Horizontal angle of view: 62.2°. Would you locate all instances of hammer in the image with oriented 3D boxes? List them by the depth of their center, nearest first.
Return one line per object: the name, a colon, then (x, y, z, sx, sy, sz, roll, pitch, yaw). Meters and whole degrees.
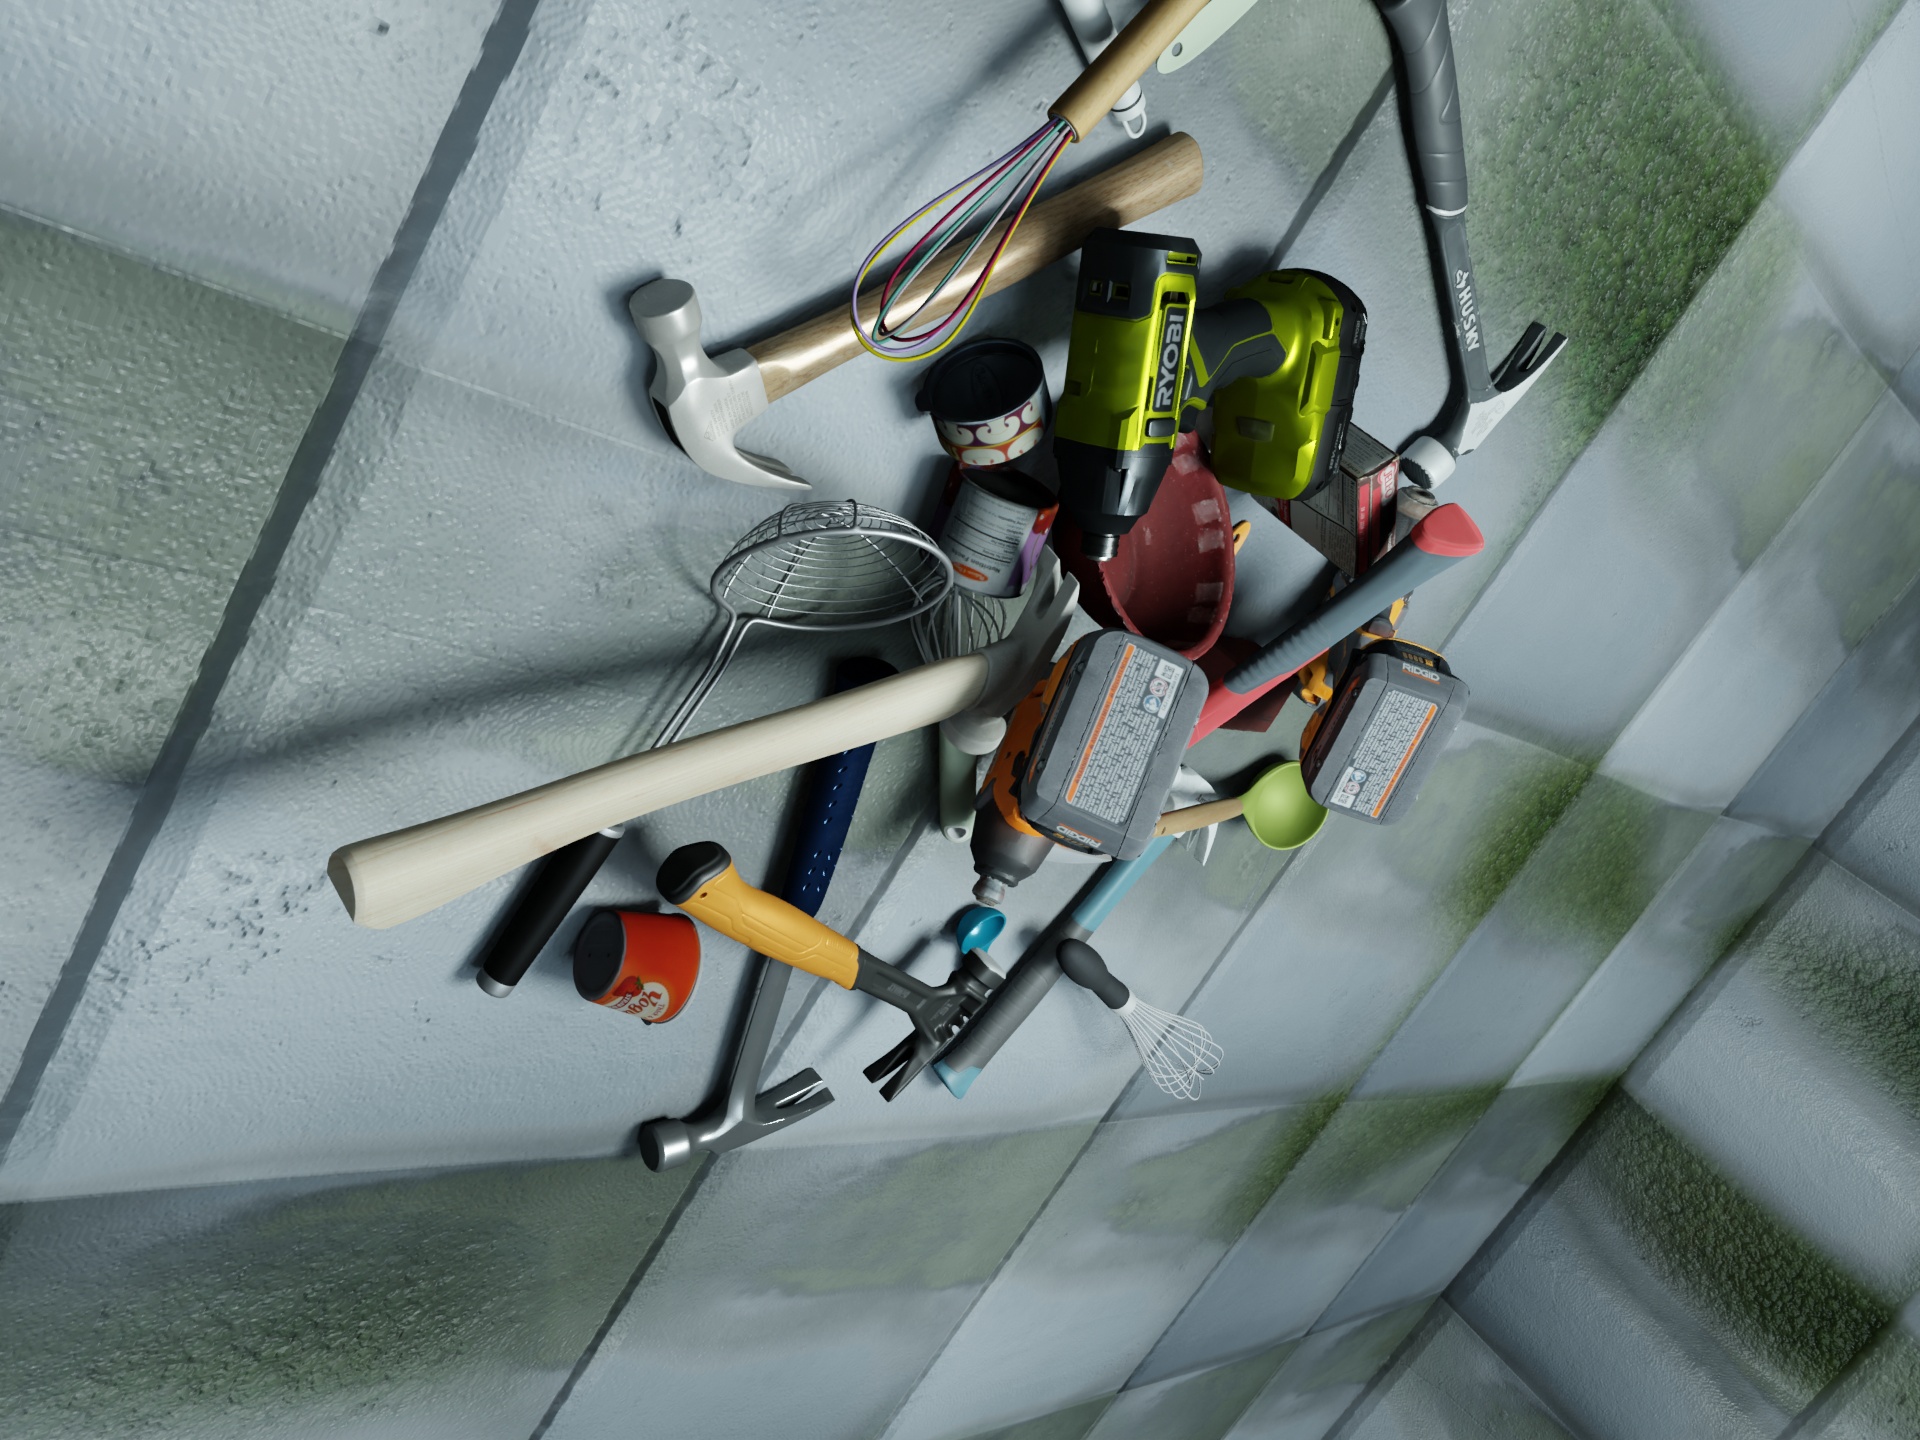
hammer: (-0.109, 0.010, 0.801, 0.410, 0.038, 0.146, -19, 151, -38)
hammer: (-0.008, -0.222, 0.816, 0.331, 0.031, 0.129, -31, 140, -19)
hammer: (-0.089, 0.158, 1.031, 0.127, 0.034, 0.336, -47, 143, 1)
hammer: (0.324, -0.324, 1.036, 0.149, 0.036, 0.408, -43, 143, -6)
hammer: (-0.107, 0.136, 1.052, 0.144, 0.035, 0.405, -8, 129, -39)
hammer: (0.189, -0.014, 1.080, 0.386, 0.038, 0.143, -38, 149, 28)
hammer: (0.088, 0.172, 1.275, 0.331, 0.033, 0.128, -51, 142, 7)

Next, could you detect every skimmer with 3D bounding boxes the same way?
skimmer: (-0.146, 0.028, 0.867, 0.363, 0.090, 0.127, -53, 145, 10)

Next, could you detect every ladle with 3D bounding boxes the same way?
ladle: (0.212, 0.073, 1.218, 0.320, 0.062, 0.078, -4, 114, -62)

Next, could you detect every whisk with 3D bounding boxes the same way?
whisk: (0.037, -0.265, 0.761, 0.245, 0.047, 0.051, -48, 161, -4)
whisk: (-0.002, -0.003, 1.020, 0.058, 0.059, 0.246, 2, 137, 1)
whisk: (0.146, 0.244, 1.323, 0.070, 0.070, 0.284, -44, 136, -2)

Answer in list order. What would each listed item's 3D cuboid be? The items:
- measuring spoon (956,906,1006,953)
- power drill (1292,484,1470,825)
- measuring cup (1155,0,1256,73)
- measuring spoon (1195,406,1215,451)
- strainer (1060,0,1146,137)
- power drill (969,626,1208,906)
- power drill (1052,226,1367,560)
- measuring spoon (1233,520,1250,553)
measuring spoon: (0.007, 0.181, 1.225, 0.042, 0.021, 0.128, -25, 148, -26)
power drill: (0.302, -0.053, 1.142, 0.084, 0.226, 0.185, 19, 120, -3)
measuring cup: (0.151, -0.392, 0.806, 0.167, 0.038, 0.083, -43, 143, 0)
measuring spoon: (0.158, -0.151, 1.051, 0.034, 0.018, 0.124, -28, 140, -22)
strainer: (0.046, -0.361, 0.734, 0.087, 0.050, 0.258, -58, 147, -8)
power drill: (0.062, 0.035, 0.964, 0.226, 0.084, 0.164, 149, -35, -78)
power drill: (0.137, -0.183, 0.902, 0.223, 0.080, 0.171, -14, 117, -48)
measuring spoon: (0.164, -0.095, 1.119, 0.117, 0.011, 0.021, -51, 144, 2)
